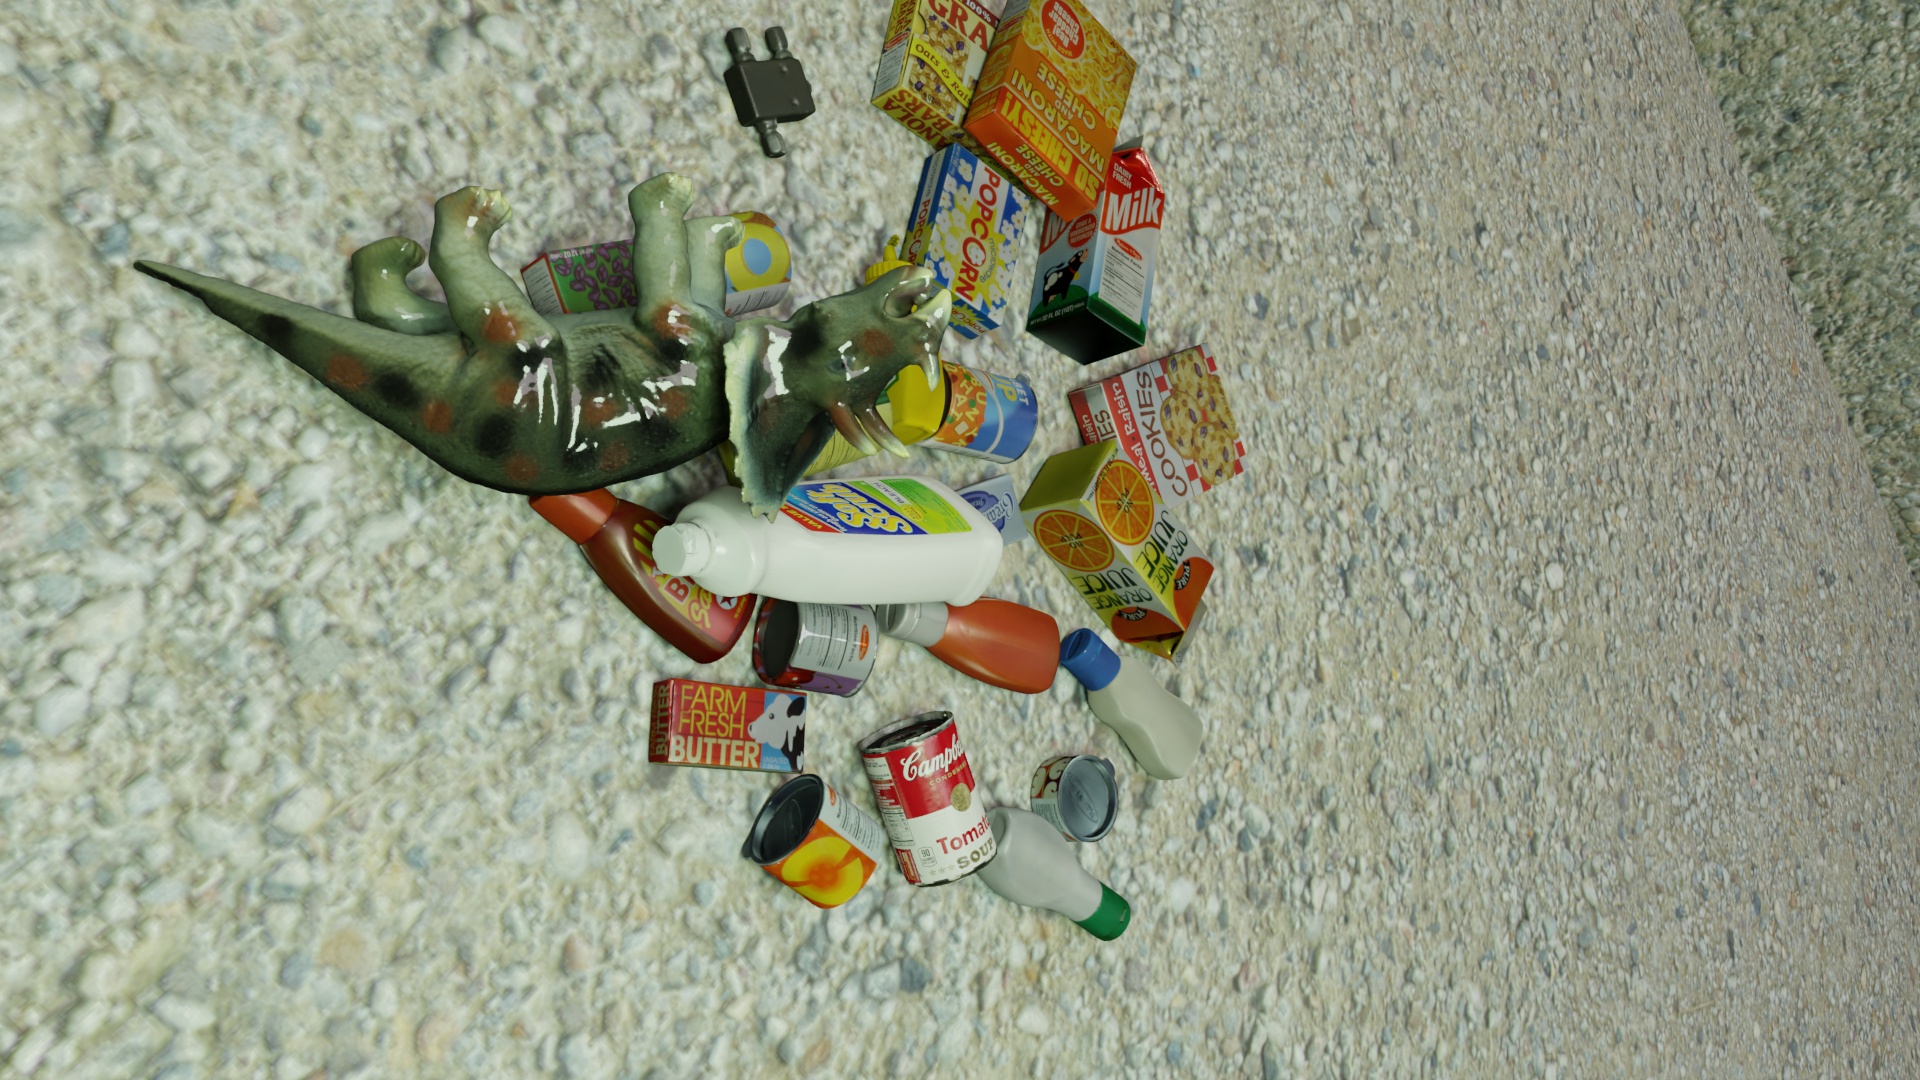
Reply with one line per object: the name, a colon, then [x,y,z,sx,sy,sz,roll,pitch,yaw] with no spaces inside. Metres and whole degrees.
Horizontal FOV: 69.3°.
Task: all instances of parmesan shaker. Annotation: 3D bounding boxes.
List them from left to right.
parmesan shaker: [-0.105,-0.075,0.934,0.103,0.071,0.071,-22,96,-44]

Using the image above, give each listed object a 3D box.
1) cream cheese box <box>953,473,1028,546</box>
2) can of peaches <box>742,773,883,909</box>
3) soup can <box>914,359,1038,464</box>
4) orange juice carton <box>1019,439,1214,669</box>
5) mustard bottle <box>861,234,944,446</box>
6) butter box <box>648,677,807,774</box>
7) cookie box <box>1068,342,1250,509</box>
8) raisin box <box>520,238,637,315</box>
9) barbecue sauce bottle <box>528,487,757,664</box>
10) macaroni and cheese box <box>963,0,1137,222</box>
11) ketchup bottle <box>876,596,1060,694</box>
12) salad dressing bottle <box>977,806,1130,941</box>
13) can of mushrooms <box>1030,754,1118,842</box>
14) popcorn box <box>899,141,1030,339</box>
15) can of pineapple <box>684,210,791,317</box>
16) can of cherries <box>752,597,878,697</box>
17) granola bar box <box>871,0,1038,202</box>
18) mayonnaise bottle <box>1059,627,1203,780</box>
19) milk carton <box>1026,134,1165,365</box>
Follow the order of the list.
cream cheese box: [0.004,-0.013,1.043,0.104,0.024,0.053,-20,94,-43]
can of peaches: [-0.093,0.193,0.882,0.058,0.071,0.071,43,55,-27]
soup can: [0.007,-0.099,1.036,0.084,0.071,0.071,10,74,-40]
orange juice carton: [0.138,0.015,1.126,0.192,0.073,0.072,49,52,-23]
mustard bottle: [-0.048,-0.150,1.005,0.049,0.065,0.160,12,66,-44]
butter box: [-0.145,0.118,0.878,0.103,0.024,0.053,13,73,-40]
cookie box: [0.175,-0.094,1.208,0.168,0.040,0.123,-24,97,-44]
raisin box: [-0.210,-0.121,0.865,0.086,0.040,0.123,-22,94,-43]
barbecue sauce bottle: [-0.193,0.010,0.846,0.148,0.043,0.065,43,46,-27]
macaroni and cheese box: [0.076,-0.360,1.124,0.123,0.040,0.167,35,58,-32]
ketchup bottle: [0.007,0.068,1.015,0.149,0.043,0.065,20,67,-38]
salad dressing bottle: [0.069,0.251,1.029,0.147,0.044,0.064,41,54,-30]
can of mushrooms: [0.089,0.196,1.066,0.071,0.033,0.071,11,73,-40]
popcorn box: [0.003,-0.234,1.084,0.085,0.038,0.127,29,62,-35]
can of pineapple: [-0.154,-0.182,0.911,0.058,0.071,0.071,-23,96,-43]
can of cherries: [-0.096,0.067,0.906,0.058,0.071,0.071,13,72,-33]
granola bar box: [0.013,-0.366,1.124,0.165,0.039,0.124,26,63,-36]
mayonnaise bottle: [0.137,0.129,1.121,0.148,0.041,0.065,45,53,-24]
milk carton: [0.118,-0.252,1.170,0.073,0.072,0.191,26,65,-36]
